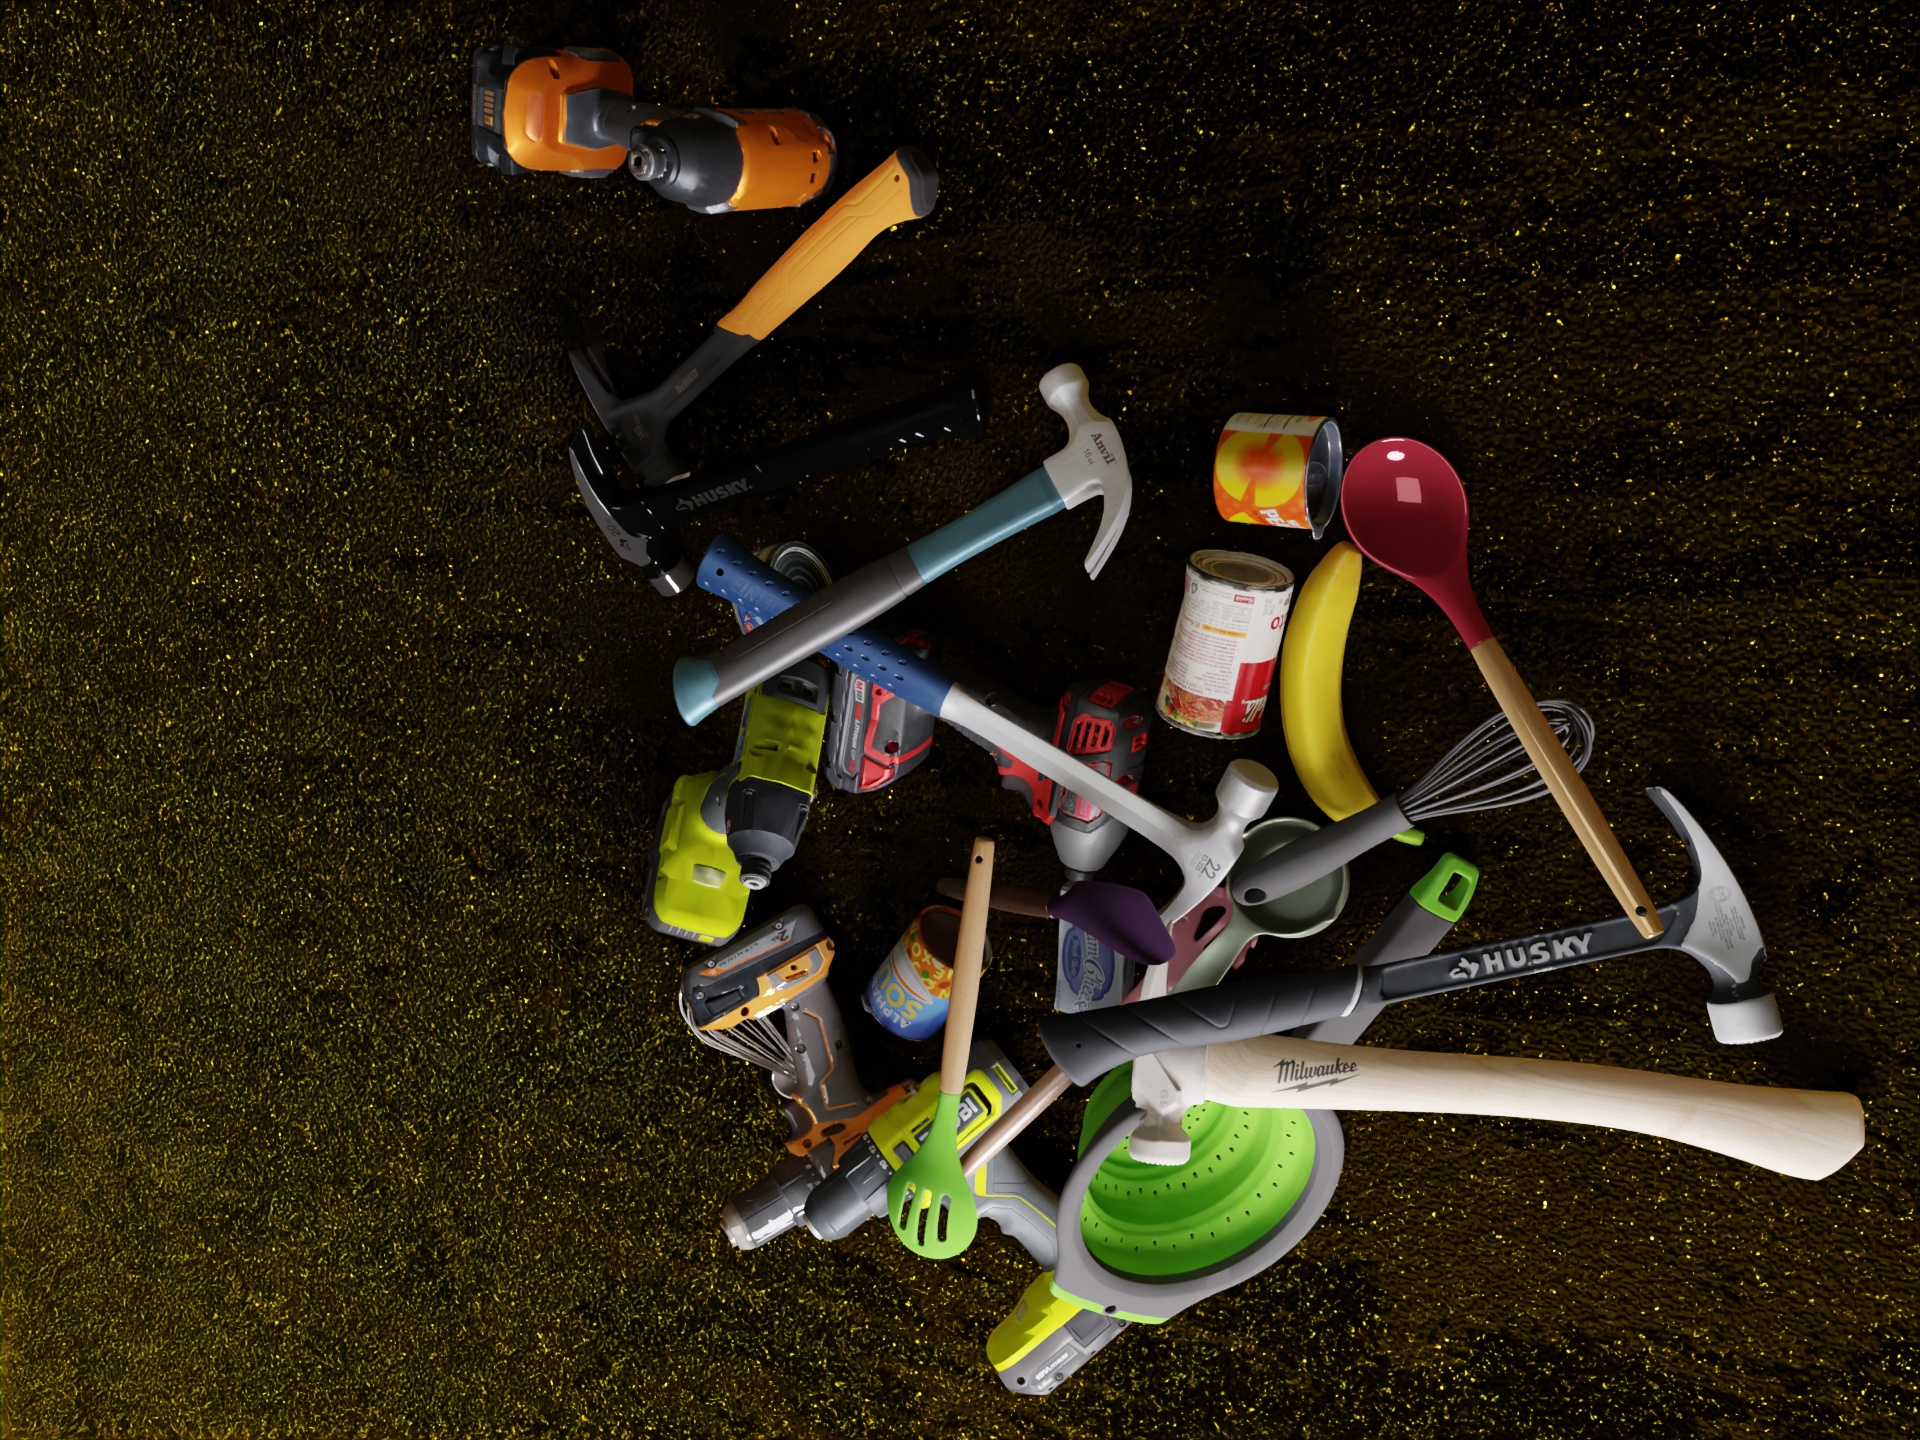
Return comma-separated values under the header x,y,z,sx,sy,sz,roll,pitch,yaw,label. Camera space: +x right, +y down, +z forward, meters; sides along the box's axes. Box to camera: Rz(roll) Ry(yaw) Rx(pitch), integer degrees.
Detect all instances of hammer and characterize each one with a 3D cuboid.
x,y,z,sx,sy,sz,roll,pitch,yaw,label
-0.144,-0.292,1.114,0.337,0.034,0.127,-31,91,36,hammer
-0.041,-0.094,1.016,0.331,0.033,0.128,-29,74,7,hammer
0.309,0.207,0.942,0.410,0.038,0.146,4,86,10,hammer
-0.126,-0.184,1.117,0.335,0.035,0.146,-13,130,29,hammer
-0.002,-0.003,1.044,0.405,0.035,0.144,31,117,12,hammer
0.246,0.147,0.921,0.409,0.036,0.149,-13,83,8,hammer

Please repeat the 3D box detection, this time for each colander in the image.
x,y,z,sx,sy,sz,roll,pitch,yaw,label
0.194,0.227,1.062,0.204,0.095,0.397,26,108,-28,colander

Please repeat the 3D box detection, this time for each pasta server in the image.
x,y,z,sx,sy,sz,roll,pitch,yaw,label
0.089,0.227,1.104,0.316,0.040,0.060,-46,73,14,pasta server

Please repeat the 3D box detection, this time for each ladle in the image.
x,y,z,sx,sy,sz,roll,pitch,yaw,label
0.308,-0.022,0.896,0.069,0.031,0.316,-31,74,20,ladle

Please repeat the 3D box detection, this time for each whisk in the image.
x,y,z,sx,sy,sz,roll,pitch,yaw,label
0.267,0.056,0.957,0.239,0.055,0.055,-31,90,24,whisk
-0.129,0.289,1.297,0.246,0.058,0.059,37,105,1,whisk

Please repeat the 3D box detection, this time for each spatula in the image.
x,y,z,sx,sy,sz,roll,pitch,yaw,label
0.053,0.124,1.057,0.059,0.018,0.316,62,158,-12,spatula

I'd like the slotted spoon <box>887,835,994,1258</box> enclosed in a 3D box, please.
x,y,z,sx,sy,sz,roll,pitch,yaw,label
-0.006,0.234,1.112,0.070,0.031,0.313,11,99,19,slotted spoon

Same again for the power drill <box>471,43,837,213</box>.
x,y,z,sx,sy,sz,roll,pitch,yaw,label
-0.216,-0.386,1.045,0.227,0.164,0.084,23,119,25,power drill

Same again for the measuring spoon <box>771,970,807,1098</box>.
x,y,z,sx,sy,sz,roll,pitch,yaw,label
-0.132,0.258,1.325,0.034,0.018,0.124,16,109,15,measuring spoon

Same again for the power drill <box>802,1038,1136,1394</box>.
x,y,z,sx,sy,sz,roll,pitch,yaw,label
0.013,0.381,1.189,0.190,0.080,0.228,-38,89,-8,power drill

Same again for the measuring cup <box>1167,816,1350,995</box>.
x,y,z,sx,sy,sz,roll,pitch,yaw,label
0.184,0.137,1.027,0.083,0.038,0.167,41,96,26,measuring cup

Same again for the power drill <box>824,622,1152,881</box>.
x,y,z,sx,sy,sz,roll,pitch,yaw,label
0.020,0.022,1.105,0.220,0.078,0.143,18,116,22,power drill

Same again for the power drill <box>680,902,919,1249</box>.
x,y,z,sx,sy,sz,roll,pitch,yaw,label
-0.138,0.280,1.238,0.226,0.185,0.084,61,164,0,power drill

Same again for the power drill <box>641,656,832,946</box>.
x,y,z,sx,sy,sz,roll,pitch,yaw,label
-0.163,0.073,1.159,0.080,0.171,0.223,18,147,-17,power drill
